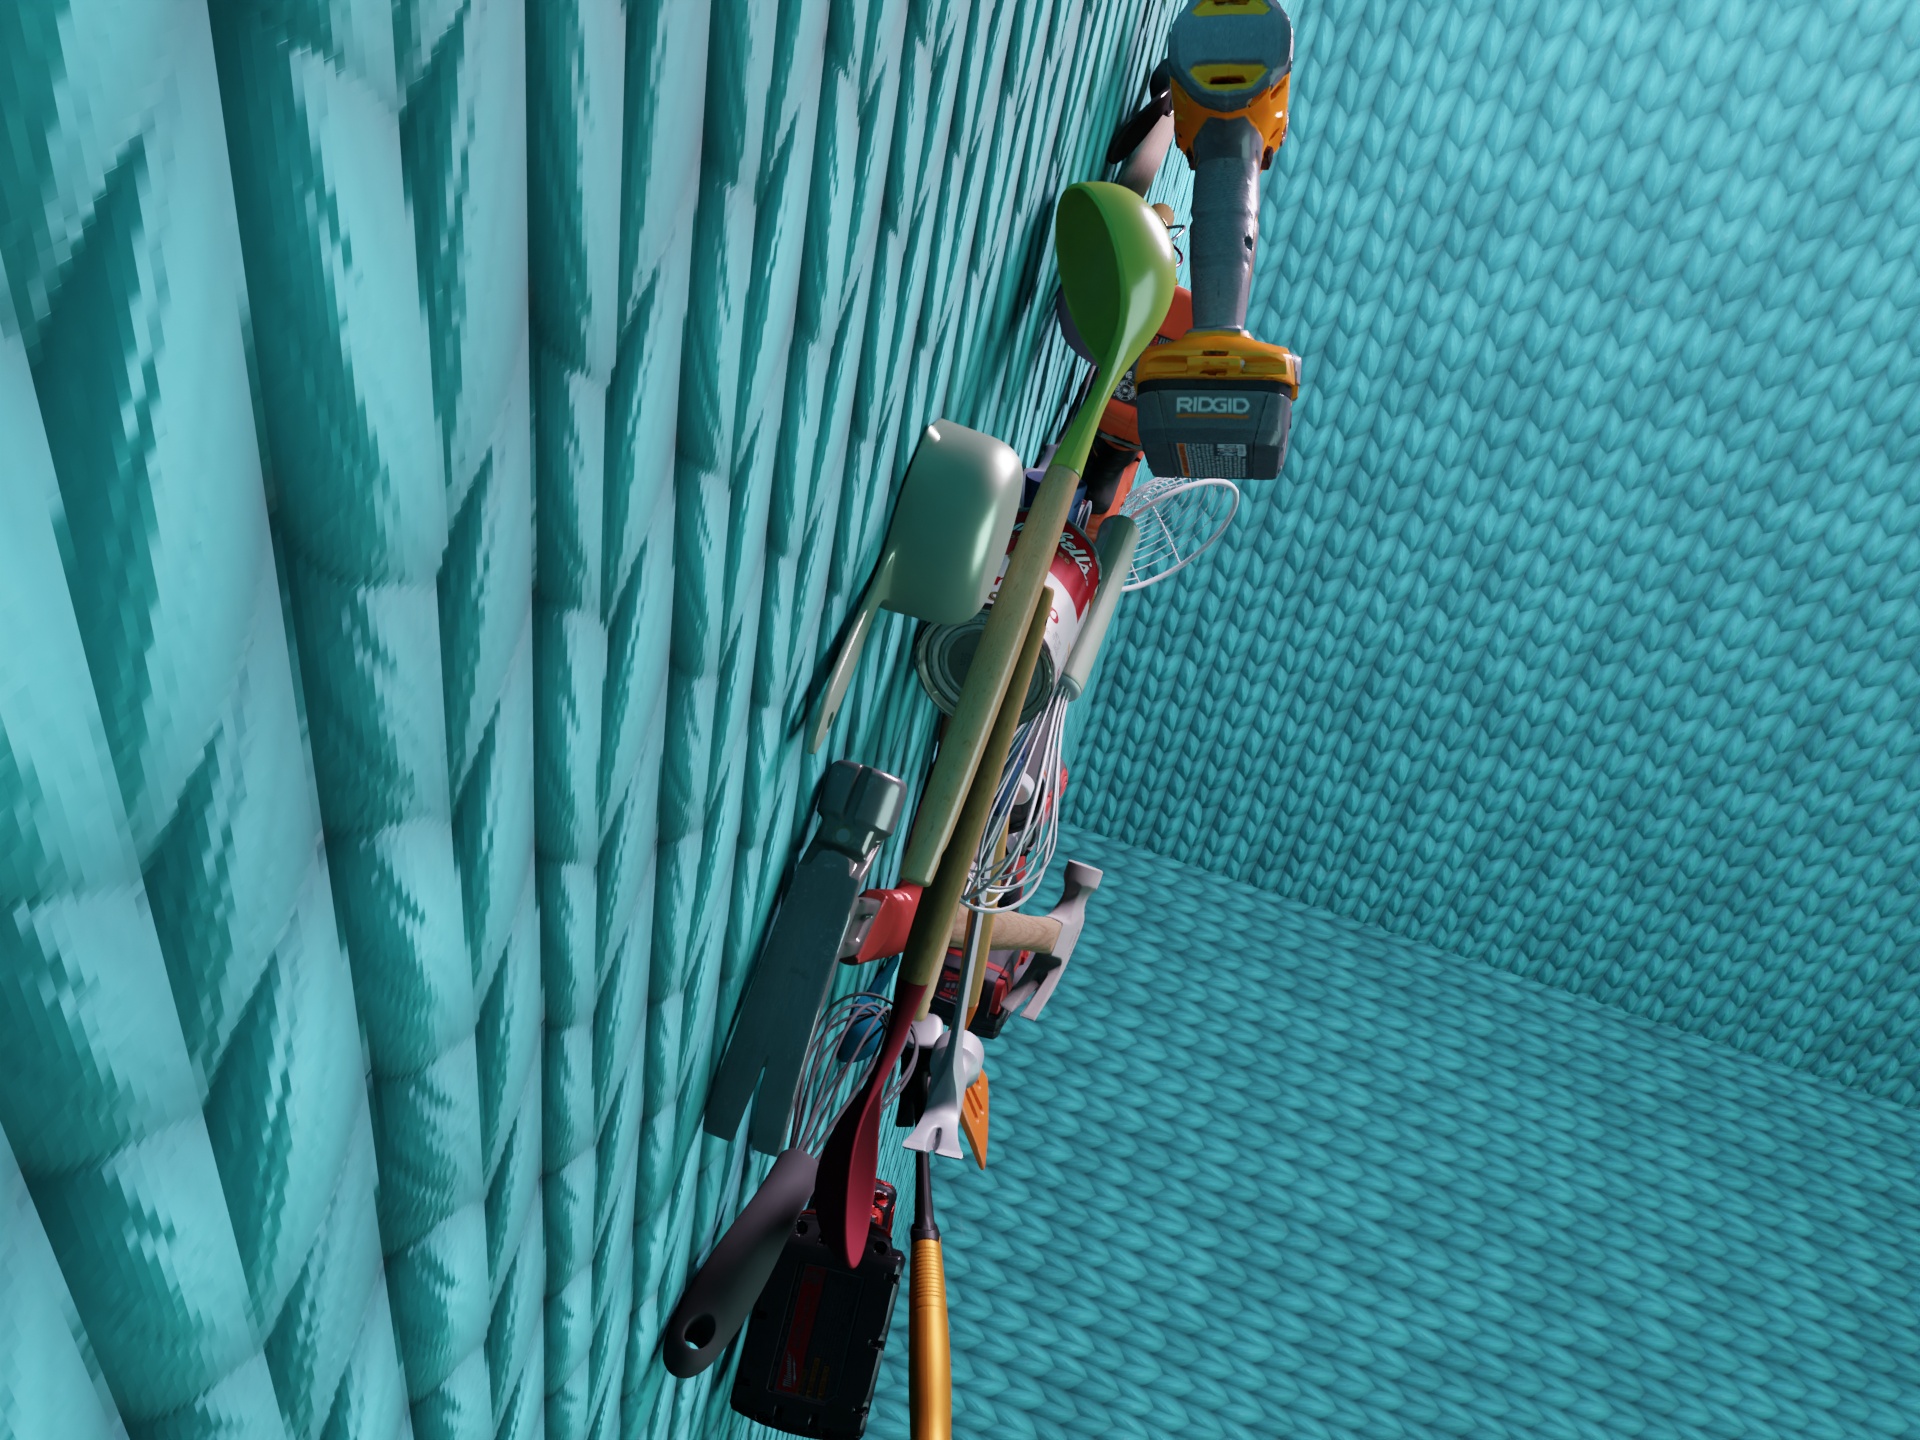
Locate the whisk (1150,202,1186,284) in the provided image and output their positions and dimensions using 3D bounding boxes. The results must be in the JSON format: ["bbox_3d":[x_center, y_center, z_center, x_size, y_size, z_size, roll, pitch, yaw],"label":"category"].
[{"bbox_3d":[0.123,-0.306,1.015,0.245,0.047,0.051,-66,171,-65],"label":"whisk"}]

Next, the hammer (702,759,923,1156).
[{"bbox_3d":[-0.045,0.107,0.763,0.359,0.037,0.149,56,53,-82],"label":"hammer"}]

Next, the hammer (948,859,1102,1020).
[{"bbox_3d":[0.029,0.157,1.173,0.331,0.031,0.130,24,86,-67],"label":"hammer"}]

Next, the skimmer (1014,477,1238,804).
[{"bbox_3d":[0.113,-0.057,1.113,0.127,0.090,0.363,-54,-173,45],"label":"skimmer"}]

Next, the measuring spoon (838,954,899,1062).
[{"bbox_3d":[-0.048,0.178,1.002,0.128,0.021,0.042,-50,158,-71],"label":"measuring spoon"}]

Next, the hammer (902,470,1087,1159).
[{"bbox_3d":[0.019,0.062,0.909,0.144,0.035,0.405,-68,168,-71],"label":"hammer"}]

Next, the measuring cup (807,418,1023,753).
[{"bbox_3d":[-0.013,-0.043,0.576,0.083,0.038,0.168,102,7,-46],"label":"measuring cup"}]

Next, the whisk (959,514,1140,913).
[{"bbox_3d":[0.046,-0.011,0.808,0.058,0.059,0.246,-40,-157,58],"label":"whisk"}]

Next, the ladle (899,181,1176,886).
[{"bbox_3d":[0.023,-0.085,0.667,0.078,0.062,0.320,118,-8,-74],"label":"ladle"}]

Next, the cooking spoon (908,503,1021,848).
[{"bbox_3d":[-0.001,-0.003,0.906,0.318,0.017,0.069,103,8,-47],"label":"cooking spoon"}]

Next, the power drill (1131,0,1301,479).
[{"bbox_3d":[0.141,-0.248,0.853,0.164,0.084,0.226,8,85,-80],"label":"power drill"}]

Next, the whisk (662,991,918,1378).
[{"bbox_3d":[-0.078,0.209,0.748,0.239,0.055,0.055,-55,163,-55],"label":"whisk"}]

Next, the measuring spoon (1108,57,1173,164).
[{"bbox_3d":[0.098,-0.332,0.865,0.034,0.018,0.124,102,15,-45],"label":"measuring spoon"}]

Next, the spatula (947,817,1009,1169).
[{"bbox_3d":[0.017,0.170,1.062,0.081,0.041,0.322,-85,-177,-53],"label":"spatula"}]

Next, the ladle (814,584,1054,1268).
[{"bbox_3d":[-0.012,0.091,0.701,0.069,0.031,0.315,-29,137,-82],"label":"ladle"}]

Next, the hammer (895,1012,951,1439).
[{"bbox_3d":[-0.024,0.365,1.052,0.337,0.034,0.127,-93,-175,-48],"label":"hammer"}]

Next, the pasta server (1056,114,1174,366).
[{"bbox_3d":[0.102,-0.292,0.886,0.316,0.040,0.060,-67,162,-44],"label":"pasta server"}]

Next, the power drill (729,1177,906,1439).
[{"bbox_3d":[-0.083,0.365,0.993,0.219,0.078,0.143,94,10,-80],"label":"power drill"}]

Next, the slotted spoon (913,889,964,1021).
[{"bbox_3d":[0.011,0.037,1.001,0.070,0.031,0.314,-7,112,-88],"label":"slotted spoon"}]

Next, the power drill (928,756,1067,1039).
[{"bbox_3d":[0.019,0.147,1.279,0.188,0.080,0.226,-50,155,-55],"label":"power drill"}]
